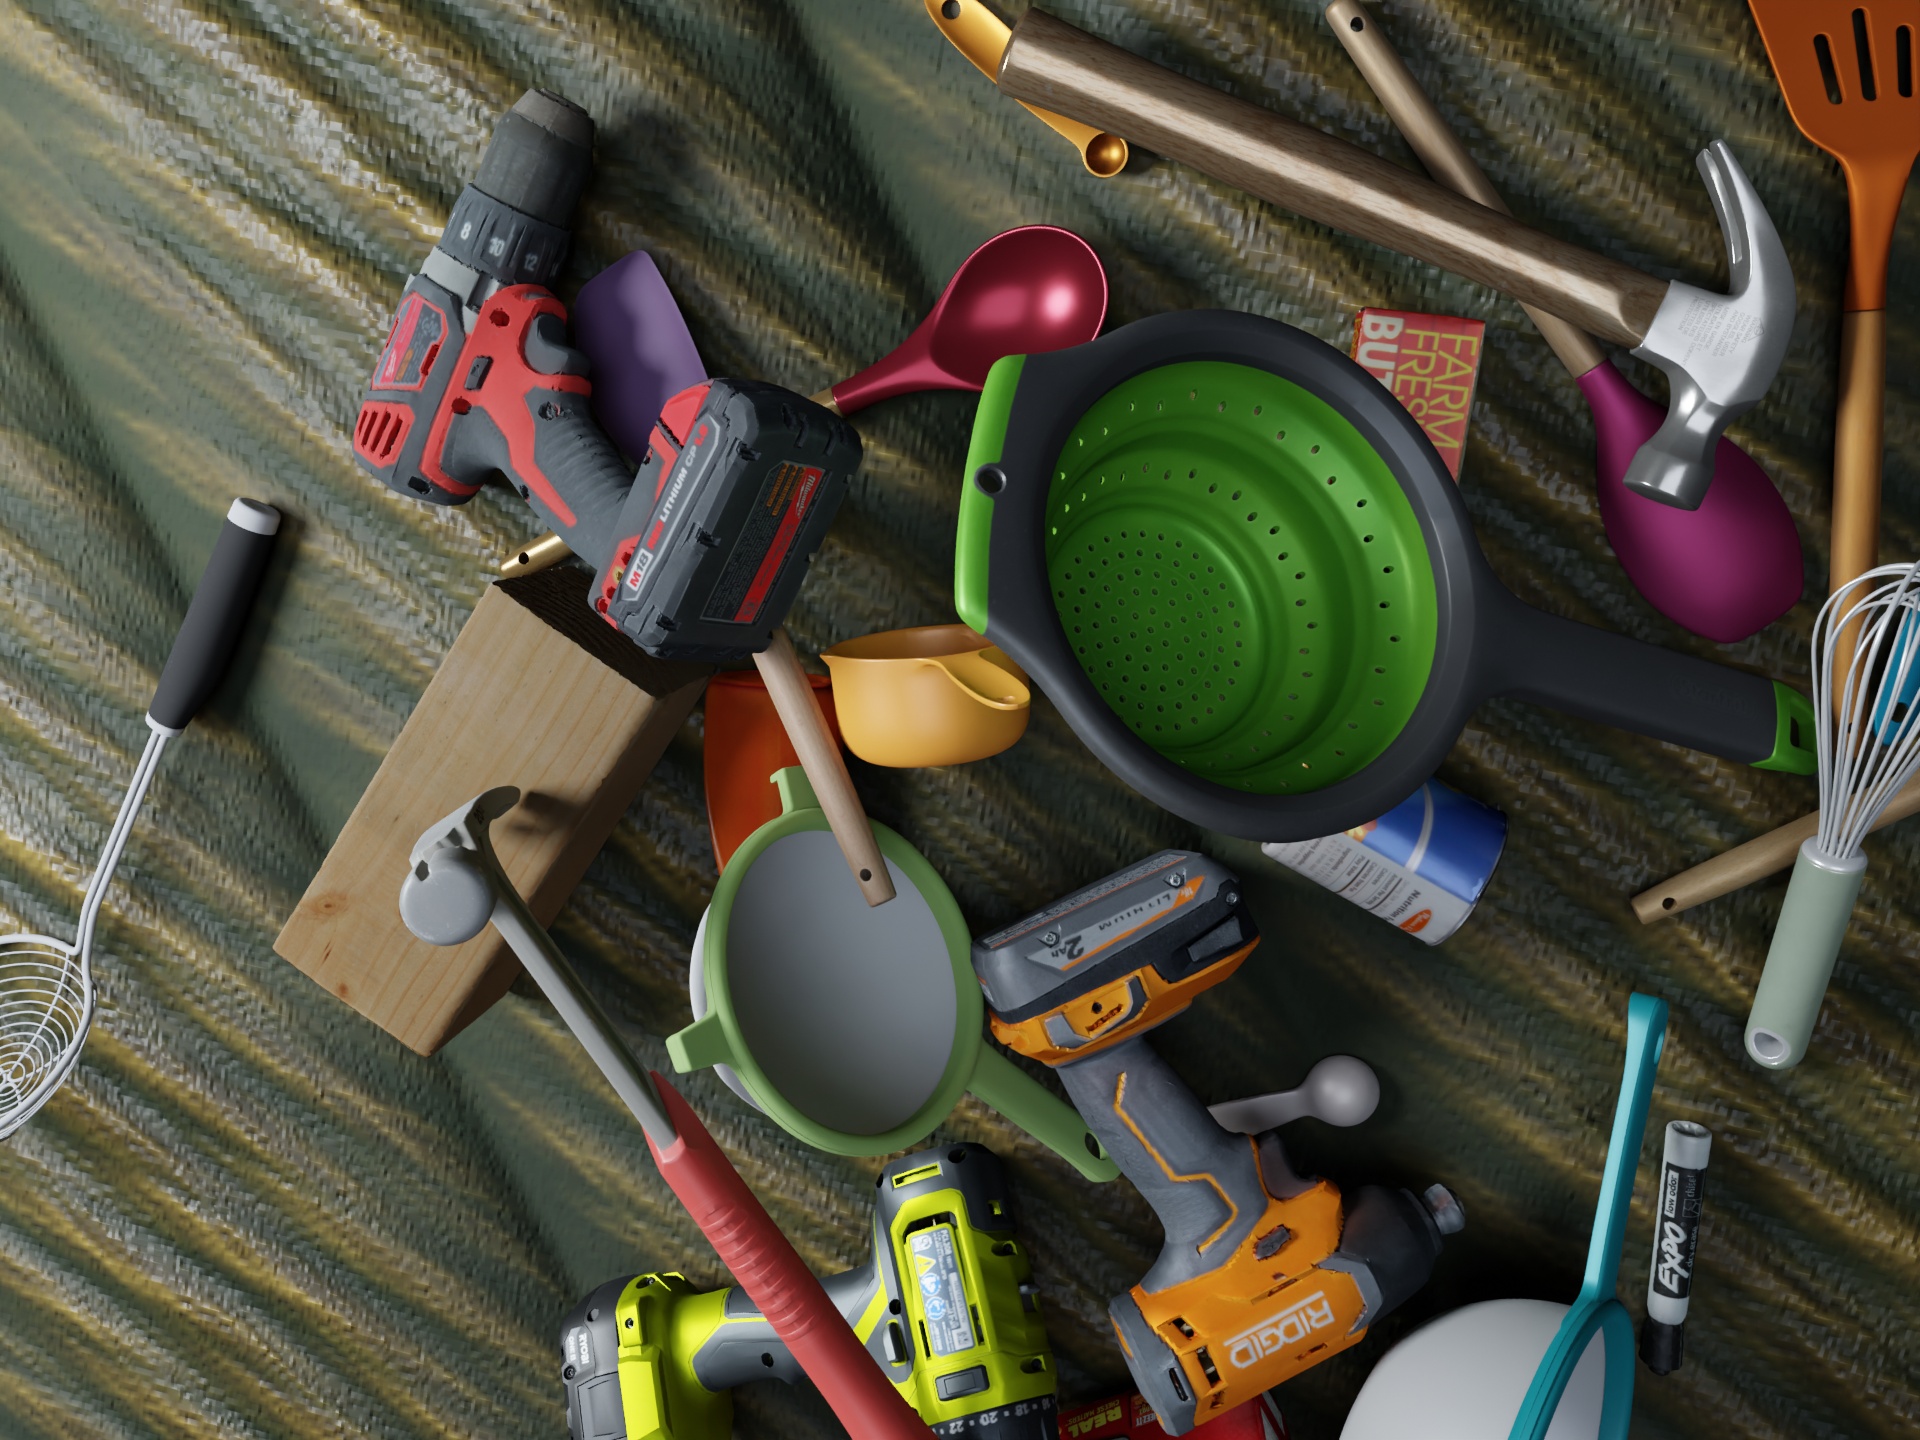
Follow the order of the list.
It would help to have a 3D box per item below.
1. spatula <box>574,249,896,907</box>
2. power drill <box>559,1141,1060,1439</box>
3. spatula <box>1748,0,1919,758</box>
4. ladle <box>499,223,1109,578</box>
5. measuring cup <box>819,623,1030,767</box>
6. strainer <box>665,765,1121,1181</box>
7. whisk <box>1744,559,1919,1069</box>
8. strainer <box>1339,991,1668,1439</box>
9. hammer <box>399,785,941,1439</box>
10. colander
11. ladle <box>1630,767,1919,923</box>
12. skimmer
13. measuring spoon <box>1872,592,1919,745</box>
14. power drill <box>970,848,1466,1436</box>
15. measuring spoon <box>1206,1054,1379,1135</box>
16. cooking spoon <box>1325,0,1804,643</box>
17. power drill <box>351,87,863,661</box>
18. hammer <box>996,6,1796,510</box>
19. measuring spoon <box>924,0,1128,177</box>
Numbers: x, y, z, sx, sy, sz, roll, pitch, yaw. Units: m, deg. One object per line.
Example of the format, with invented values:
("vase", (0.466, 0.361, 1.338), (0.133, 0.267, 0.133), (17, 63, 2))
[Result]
("spatula", (-0.099, -0.063, 0.703), (0.060, 0.018, 0.316), (-29, 80, 20))
("power drill", (-0.063, 0.321, 0.743), (0.228, 0.080, 0.191), (-21, 65, 14))
("spatula", (0.365, -0.143, 0.650), (0.081, 0.041, 0.322), (-3, 104, 9))
("ladle", (-0.077, -0.132, 0.719), (0.315, 0.031, 0.069), (-23, 87, 14))
("measuring cup", (-0.001, -0.002, 0.660), (0.095, 0.174, 0.052), (-8, 104, -14))
("strainer", (-0.029, 0.148, 0.722), (0.069, 0.152, 0.256), (-24, 126, 40))
("whisk", (0.355, 0.047, 0.643), (0.058, 0.059, 0.246), (27, 132, 39))
("strainer", (0.232, 0.279, 0.700), (0.095, 0.210, 0.340), (10, 82, 36))
("hammer", (-0.101, 0.186, 0.643), (0.036, 0.149, 0.359), (-34, 101, -3))
("colander", (0.170, -0.029, 0.649), (0.397, 0.094, 0.205), (14, 72, -18))
("ladle", (0.433, 0.015, 0.651), (0.320, 0.062, 0.078), (-28, 93, 15))
("skimmer", (-0.438, 0.050, 0.777), (0.127, 0.090, 0.363), (36, 103, 33))
("measuring spoon", (0.407, -0.049, 0.653), (0.042, 0.021, 0.128), (18, 96, 3))
("power drill", (0.115, 0.174, 0.699), (0.164, 0.084, 0.226), (-24, 90, -7))
("measuring spoon", (0.137, 0.189, 0.748), (0.124, 0.018, 0.034), (-20, 97, 12))
("cooking spoon", (0.249, -0.168, 0.664), (0.069, 0.017, 0.319), (-36, 93, 11))
("power drill", (-0.153, -0.147, 0.677), (0.227, 0.080, 0.188), (34, 105, 24))
("hammer", (0.171, -0.210, 0.639), (0.331, 0.031, 0.130), (25, 99, 4))
("measuring spoon", (0.028, -0.276, 0.685), (0.117, 0.011, 0.021), (44, 104, 3))
